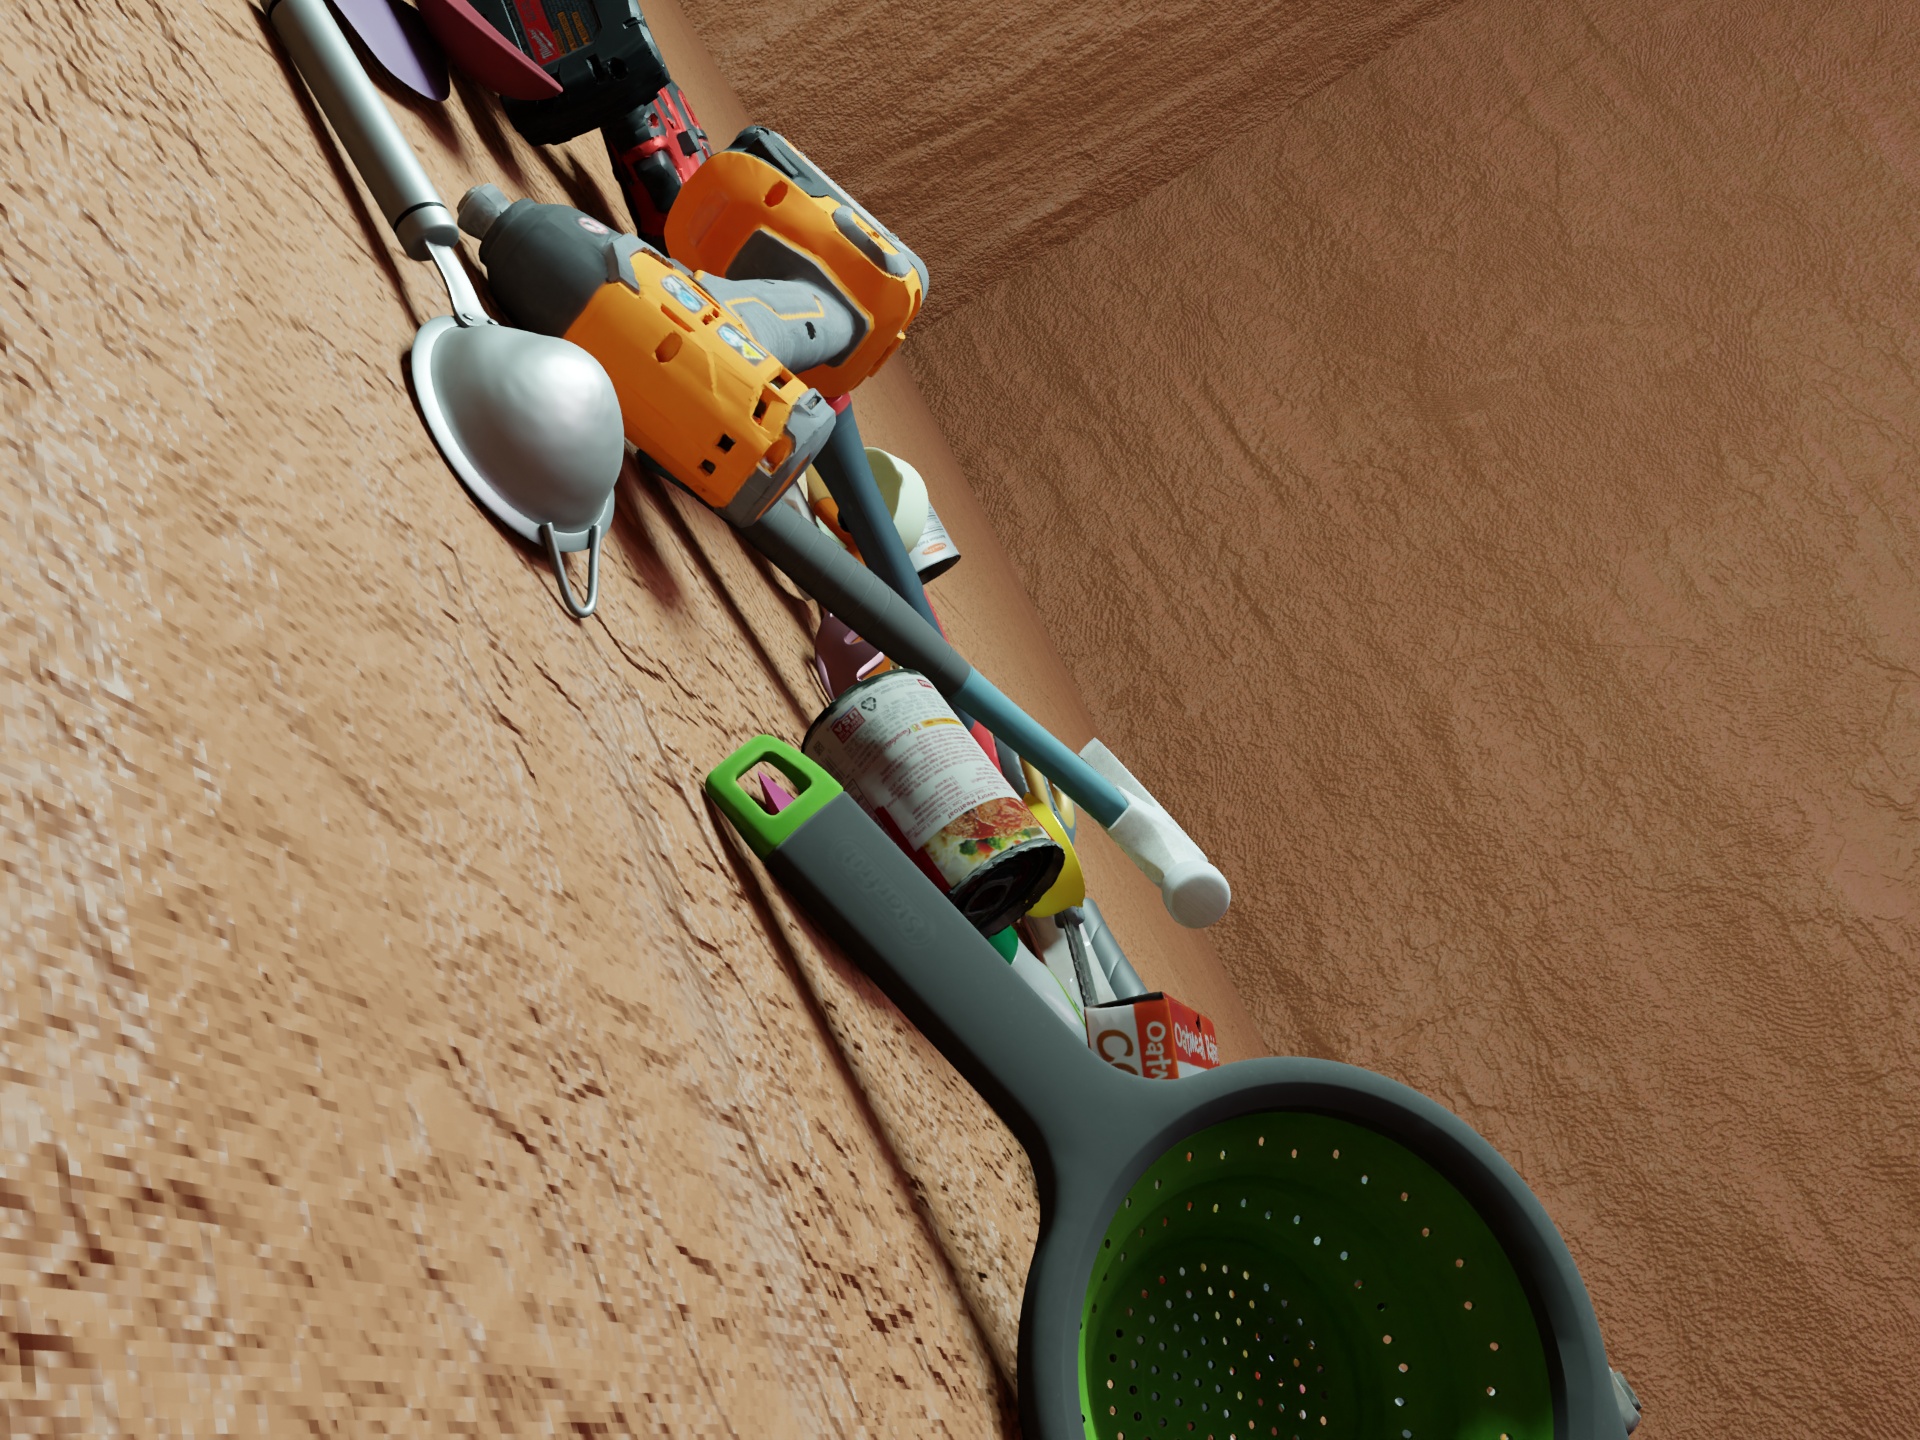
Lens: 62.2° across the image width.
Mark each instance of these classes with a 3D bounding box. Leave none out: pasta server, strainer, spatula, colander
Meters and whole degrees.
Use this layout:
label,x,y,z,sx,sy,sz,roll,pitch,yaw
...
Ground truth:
label,x,y,z,sx,sy,sz,roll,pitch,yaw
pasta server,0.003,0.078,0.802,0.316,0.040,0.060,62,-6,3
strainer,-0.169,-0.154,0.518,0.258,0.050,0.087,58,21,8
spatula,-0.103,-0.147,1.020,0.080,0.041,0.323,50,8,-51
colander,0.050,0.167,0.549,0.397,0.204,0.094,46,-29,7
spatula,-0.241,-0.324,0.756,0.059,0.018,0.316,53,10,-21

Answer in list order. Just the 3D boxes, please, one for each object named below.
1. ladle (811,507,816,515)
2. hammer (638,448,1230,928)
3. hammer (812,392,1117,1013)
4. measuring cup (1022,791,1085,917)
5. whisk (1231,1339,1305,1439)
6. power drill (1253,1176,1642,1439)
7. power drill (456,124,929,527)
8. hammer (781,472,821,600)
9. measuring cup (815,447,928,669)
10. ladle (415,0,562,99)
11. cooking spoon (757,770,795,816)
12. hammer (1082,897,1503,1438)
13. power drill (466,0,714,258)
label,x,y,z,sx,sy,sz,roll,pitch,yaw
ladle,-0.027,-0.058,1.064,0.320,0.062,0.078,59,-9,13
hammer,-0.011,-0.027,0.739,0.330,0.033,0.128,39,7,-16
hammer,-0.001,-0.003,0.881,0.143,0.038,0.386,-111,176,-59
measuring cup,0.022,0.076,0.812,0.062,0.029,0.156,65,-18,3
whisk,0.104,0.260,0.789,0.245,0.047,0.051,60,-6,30
power drill,0.269,0.374,0.918,0.226,0.185,0.084,56,10,-13
power drill,-0.109,-0.187,0.690,0.164,0.084,0.227,40,30,-9
hammer,-0.105,-0.177,0.950,0.332,0.031,0.130,-102,170,-59
measuring cup,-0.046,-0.094,1.017,0.038,0.083,0.168,12,61,-49
ladle,-0.274,-0.390,0.686,0.315,0.031,0.069,55,11,2
cooking spoon,0.002,0.130,0.664,0.318,0.017,0.069,55,-2,-37
hammer,0.151,0.247,0.892,0.036,0.149,0.409,43,11,-44
power drill,-0.177,-0.317,0.851,0.219,0.078,0.143,48,19,-77
